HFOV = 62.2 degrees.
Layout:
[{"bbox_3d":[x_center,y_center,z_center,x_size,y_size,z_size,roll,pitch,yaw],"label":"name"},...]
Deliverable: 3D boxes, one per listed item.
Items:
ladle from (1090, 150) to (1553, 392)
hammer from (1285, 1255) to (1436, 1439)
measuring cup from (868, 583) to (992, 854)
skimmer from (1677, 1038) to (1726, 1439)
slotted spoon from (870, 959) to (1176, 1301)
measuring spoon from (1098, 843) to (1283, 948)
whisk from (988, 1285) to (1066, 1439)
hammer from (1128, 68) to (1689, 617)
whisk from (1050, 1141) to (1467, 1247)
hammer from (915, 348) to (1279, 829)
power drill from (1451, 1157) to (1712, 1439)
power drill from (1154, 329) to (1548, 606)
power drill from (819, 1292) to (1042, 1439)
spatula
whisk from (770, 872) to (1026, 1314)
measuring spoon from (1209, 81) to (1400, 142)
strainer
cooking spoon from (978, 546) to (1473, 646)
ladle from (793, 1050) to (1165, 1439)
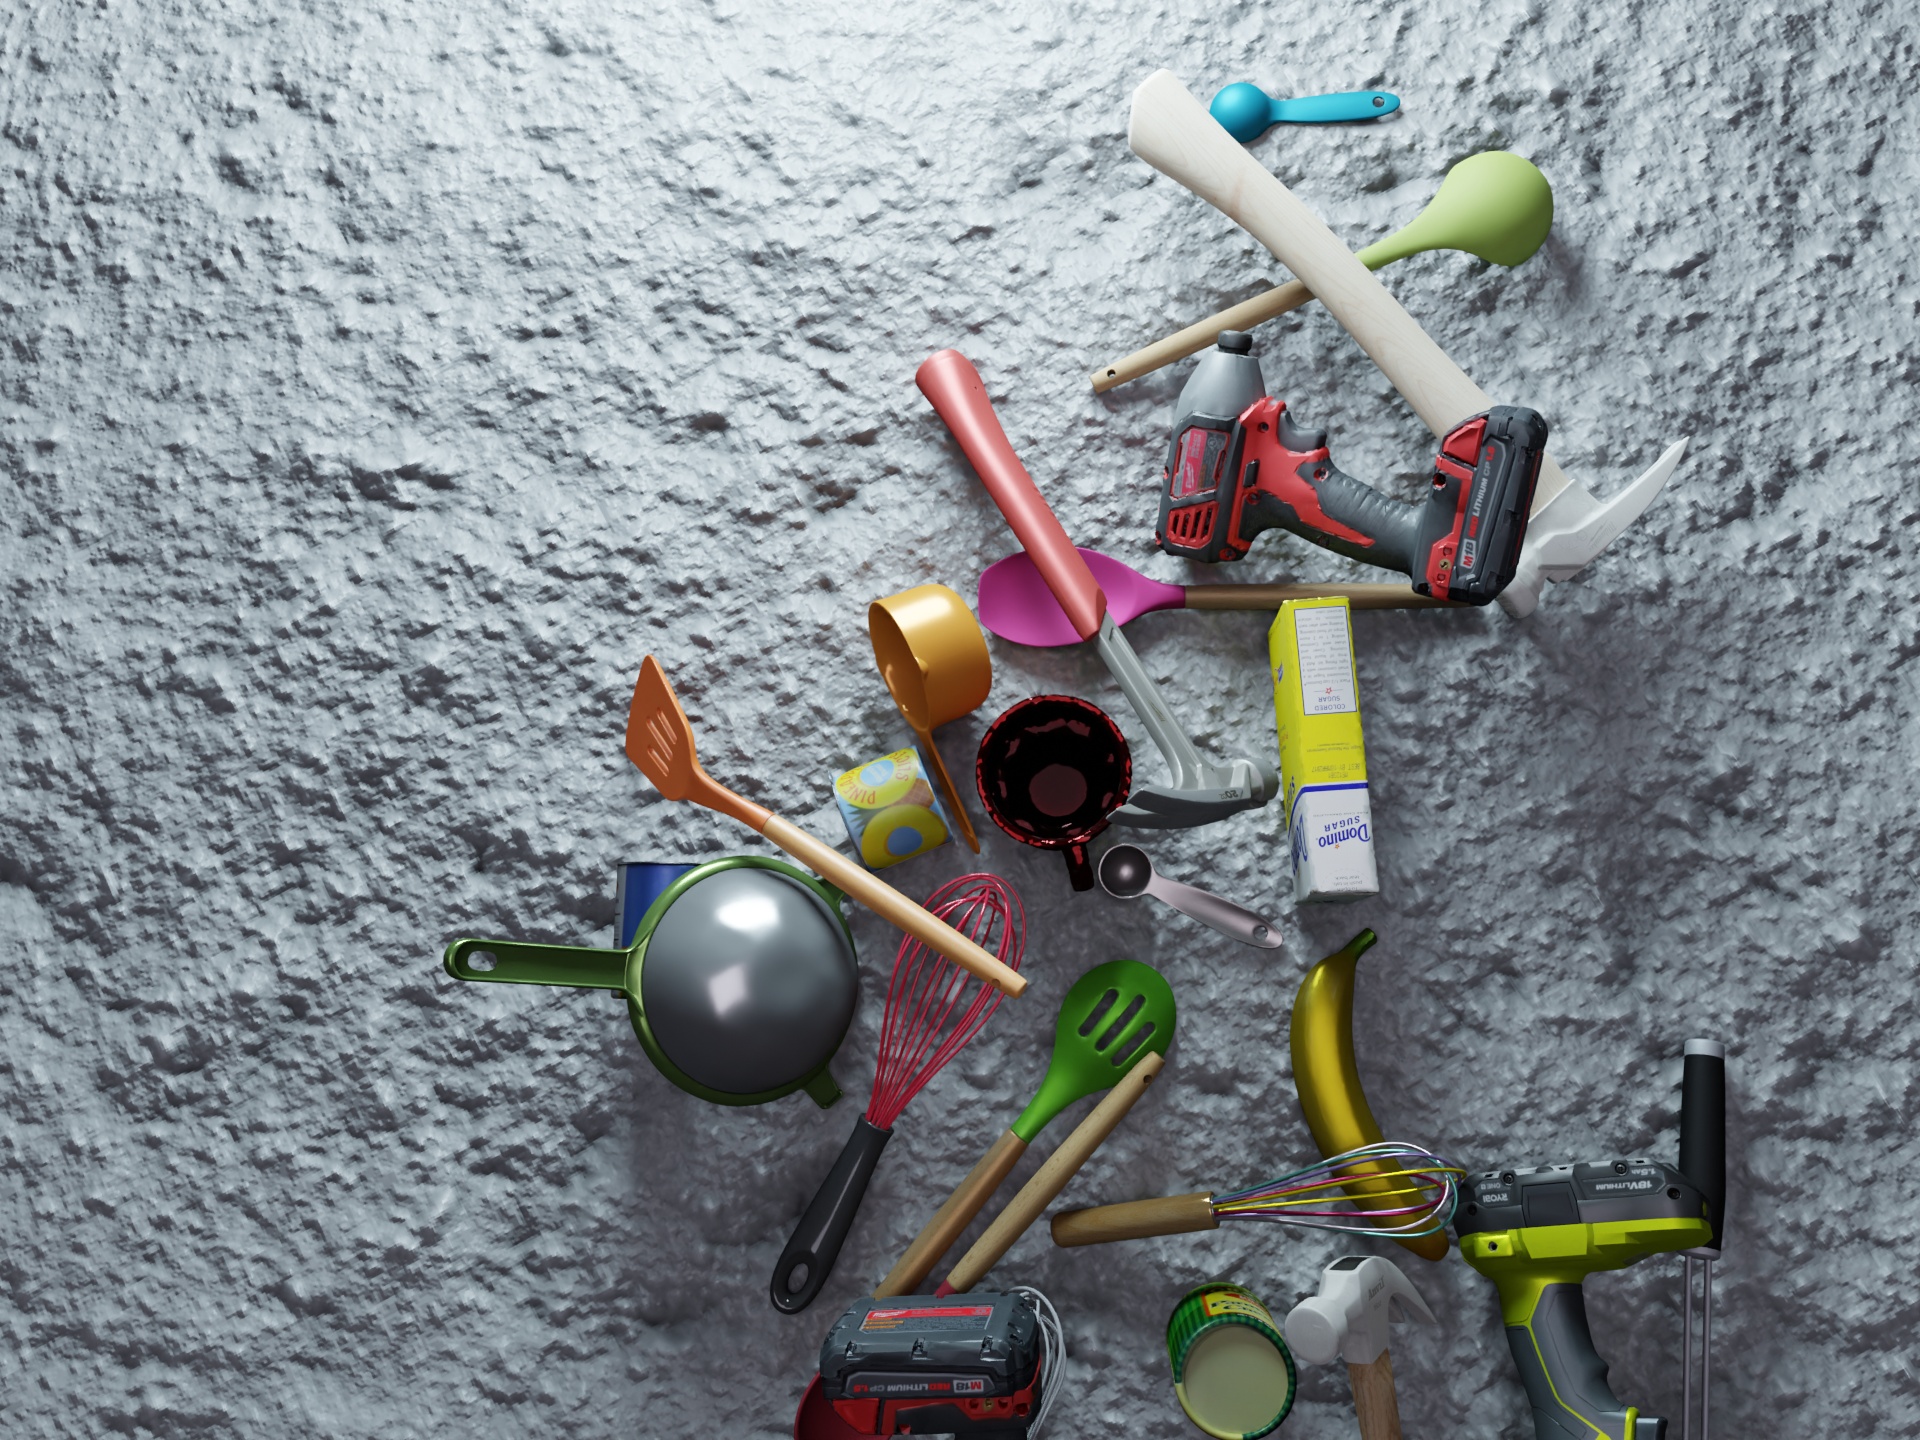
[{"bbox_3d":[0.236,-0.285,1.049,0.320,0.062,0.078,-23,83,7],"label":"ladle"},{"bbox_3d":[0.246,0.464,0.884,0.031,0.130,0.331,-10,89,36],"label":"hammer"},{"bbox_3d":[-0.002,-0.003,1.003,0.052,0.095,0.173,-25,100,-16],"label":"measuring cup"},{"bbox_3d":[0.413,0.370,0.916,0.127,0.090,0.363,8,71,8],"label":"skimmer"},{"bbox_3d":[0.021,0.275,0.968,0.070,0.031,0.314,40,87,3],"label":"slotted spoon"},{"bbox_3d":[0.143,0.113,0.995,0.124,0.018,0.034,25,83,2],"label":"measuring spoon"},{"bbox_3d":[0.018,0.456,0.930,0.059,0.057,0.246,7,82,41],"label":"whisk"},{"bbox_3d":[0.265,-0.261,1.001,0.146,0.038,0.410,-43,86,8],"label":"hammer"},{"bbox_3d":[0.171,0.284,0.926,0.245,0.047,0.051,-14,88,18],"label":"whisk"},{"bbox_3d":[0.059,-0.090,0.974,0.036,0.149,0.359,-45,63,32],"label":"hammer"},{"bbox_3d":[0.362,0.358,0.849,0.190,0.080,0.229,-14,62,26],"label":"power drill"},{"bbox_3d":[0.232,-0.153,0.965,0.220,0.078,0.143,14,107,22],"label":"power drill"},{"bbox_3d":[-0.030,0.445,0.880,0.188,0.080,0.227,-5,89,9],"label":"power drill"},{"bbox_3d":[-0.091,0.072,0.964,0.323,0.041,0.081,31,124,18],"label":"spatula"},{"bbox_3d":[-0.043,0.227,0.969,0.073,0.073,0.296,27,90,9],"label":"whisk"},{"bbox_3d":[0.233,-0.418,1.076,0.128,0.021,0.042,-2,80,6],"label":"measuring spoon"},{"bbox_3d":[-0.162,0.146,0.919,0.256,0.069,0.151,10,78,-29],"label":"strainer"},{"bbox_3d":[0.170,-0.079,1.023,0.319,0.017,0.069,0,75,5],"label":"cooking spoon"},{"bbox_3d":[0.014,0.318,0.949,0.315,0.031,0.069,-48,115,-3],"label":"ladle"}]
